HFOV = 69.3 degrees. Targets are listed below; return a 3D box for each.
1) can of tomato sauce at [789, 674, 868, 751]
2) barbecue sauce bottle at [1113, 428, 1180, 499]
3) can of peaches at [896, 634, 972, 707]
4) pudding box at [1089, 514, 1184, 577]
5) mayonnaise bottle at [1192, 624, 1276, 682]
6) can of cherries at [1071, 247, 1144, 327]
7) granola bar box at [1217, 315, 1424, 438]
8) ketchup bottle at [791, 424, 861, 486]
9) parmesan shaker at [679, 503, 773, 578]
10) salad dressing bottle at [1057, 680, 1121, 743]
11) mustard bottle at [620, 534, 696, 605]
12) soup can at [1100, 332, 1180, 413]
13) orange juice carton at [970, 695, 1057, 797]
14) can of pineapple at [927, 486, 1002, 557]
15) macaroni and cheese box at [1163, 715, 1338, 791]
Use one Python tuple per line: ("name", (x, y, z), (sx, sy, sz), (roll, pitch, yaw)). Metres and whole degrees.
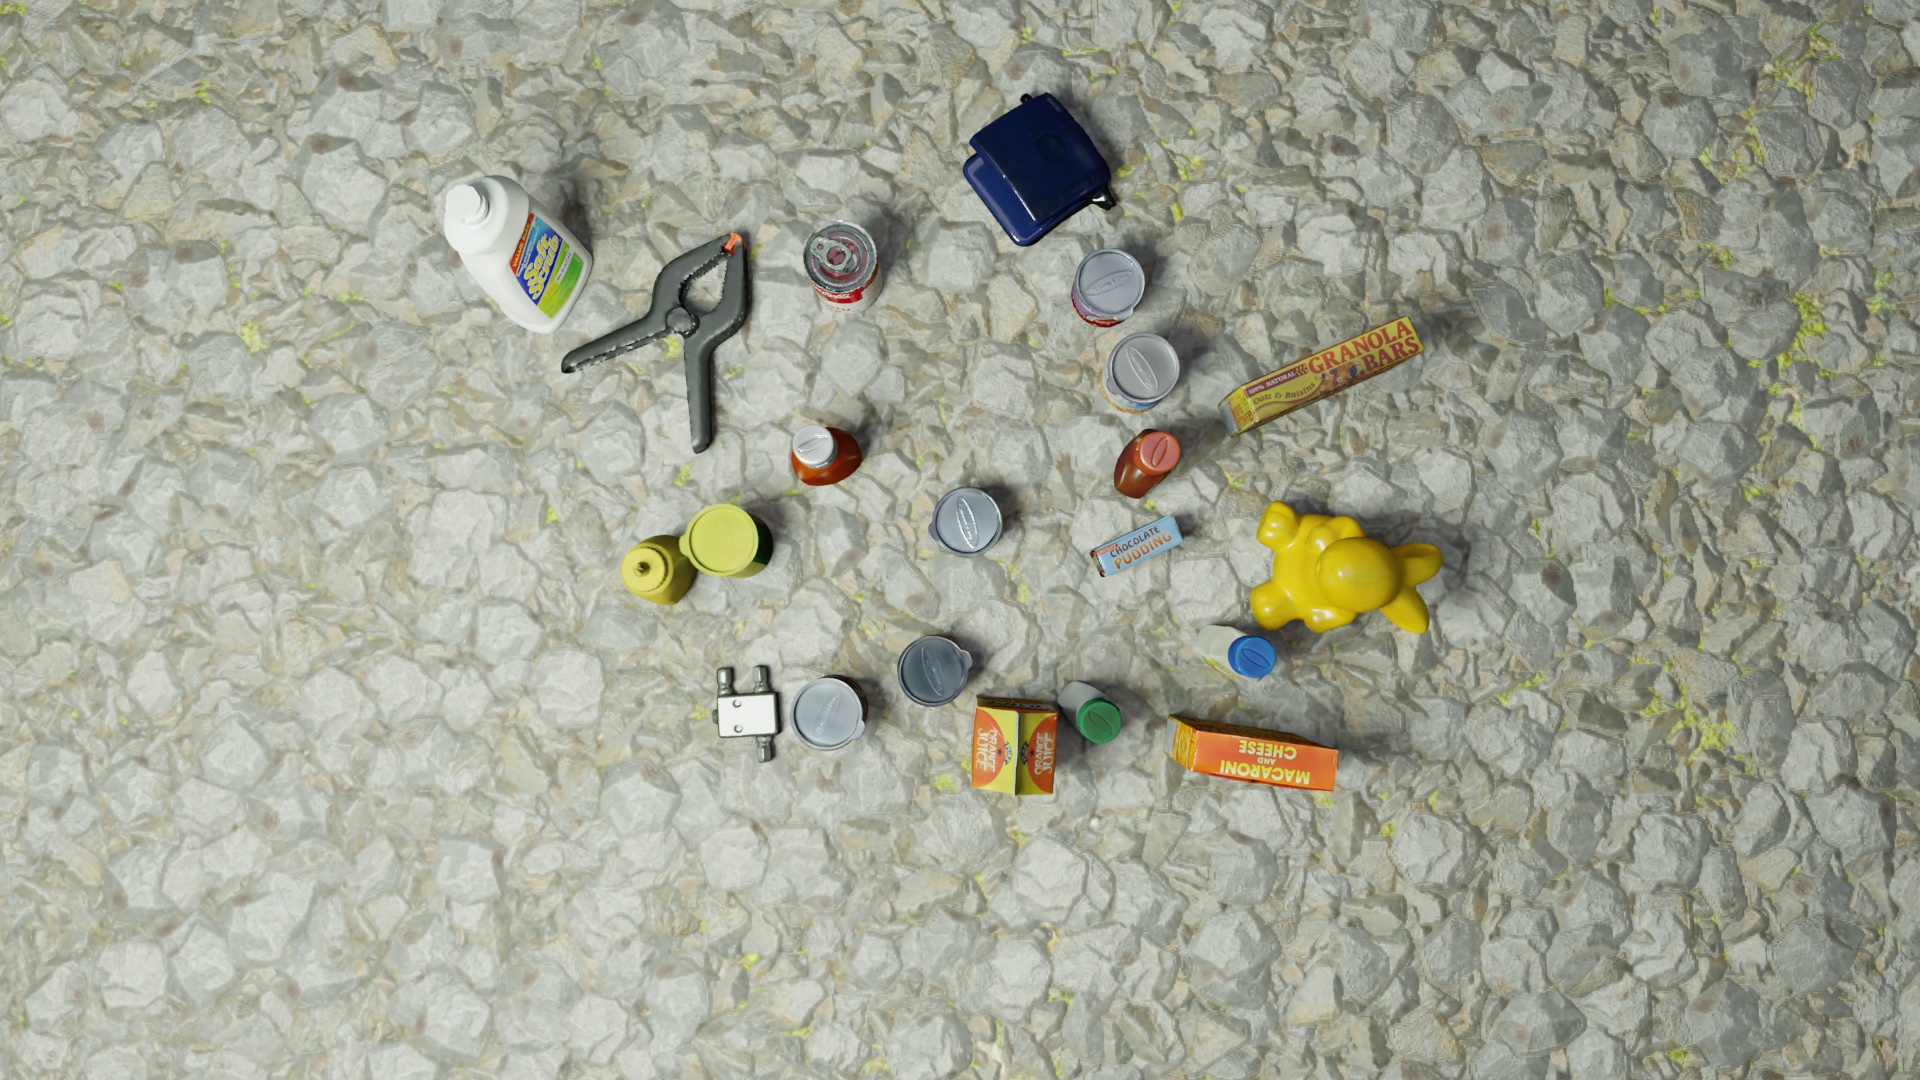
("can of tomato sauce", (-0.120, 0.160, 1.300), (0.071, 0.083, 0.071), (0, 87, 0))
("barbecue sauce bottle", (0.173, -0.074, 1.280), (0.044, 0.148, 0.065), (25, 88, 1))
("can of peaches", (-0.023, 0.122, 1.314), (0.071, 0.058, 0.071), (0, 87, 0))
("pudding box", (0.168, 0.005, 1.325), (0.084, 0.049, 0.030), (-24, 88, -1))
("mayonnaise bottle", (0.254, 0.104, 1.270), (0.065, 0.148, 0.041), (31, 88, 1))
("can of cherries", (0.141, -0.239, 1.335), (0.071, 0.058, 0.071), (0, 87, 0))
("granola bar box", (0.331, -0.152, 1.297), (0.166, 0.124, 0.039), (-23, 88, -1))
("ketchup bottle", (-0.127, -0.080, 1.280), (0.065, 0.149, 0.043), (-23, 88, -1))
("parmesan shaker", (-0.217, 0.002, 1.299), (0.071, 0.103, 0.071), (0, 87, 0))
("salad dressing bottle", (0.121, 0.159, 1.268), (0.064, 0.147, 0.044), (43, 88, 2))
("mustard bottle", (-0.278, 0.026, 1.269), (0.049, 0.160, 0.065), (22, 88, 1))
("soup can", (0.166, -0.156, 1.317), (0.071, 0.084, 0.071), (0, 87, 0))
("orange juice carton", (0.047, 0.182, 1.244), (0.073, 0.192, 0.072), (4, 87, 0))
("can of pineapple", (0.005, -0.017, 1.322), (0.071, 0.058, 0.071), (0, 87, 0))
("macaroni and cheese box", (0.258, 0.192, 1.256), (0.124, 0.166, 0.040), (8, 88, 0))
